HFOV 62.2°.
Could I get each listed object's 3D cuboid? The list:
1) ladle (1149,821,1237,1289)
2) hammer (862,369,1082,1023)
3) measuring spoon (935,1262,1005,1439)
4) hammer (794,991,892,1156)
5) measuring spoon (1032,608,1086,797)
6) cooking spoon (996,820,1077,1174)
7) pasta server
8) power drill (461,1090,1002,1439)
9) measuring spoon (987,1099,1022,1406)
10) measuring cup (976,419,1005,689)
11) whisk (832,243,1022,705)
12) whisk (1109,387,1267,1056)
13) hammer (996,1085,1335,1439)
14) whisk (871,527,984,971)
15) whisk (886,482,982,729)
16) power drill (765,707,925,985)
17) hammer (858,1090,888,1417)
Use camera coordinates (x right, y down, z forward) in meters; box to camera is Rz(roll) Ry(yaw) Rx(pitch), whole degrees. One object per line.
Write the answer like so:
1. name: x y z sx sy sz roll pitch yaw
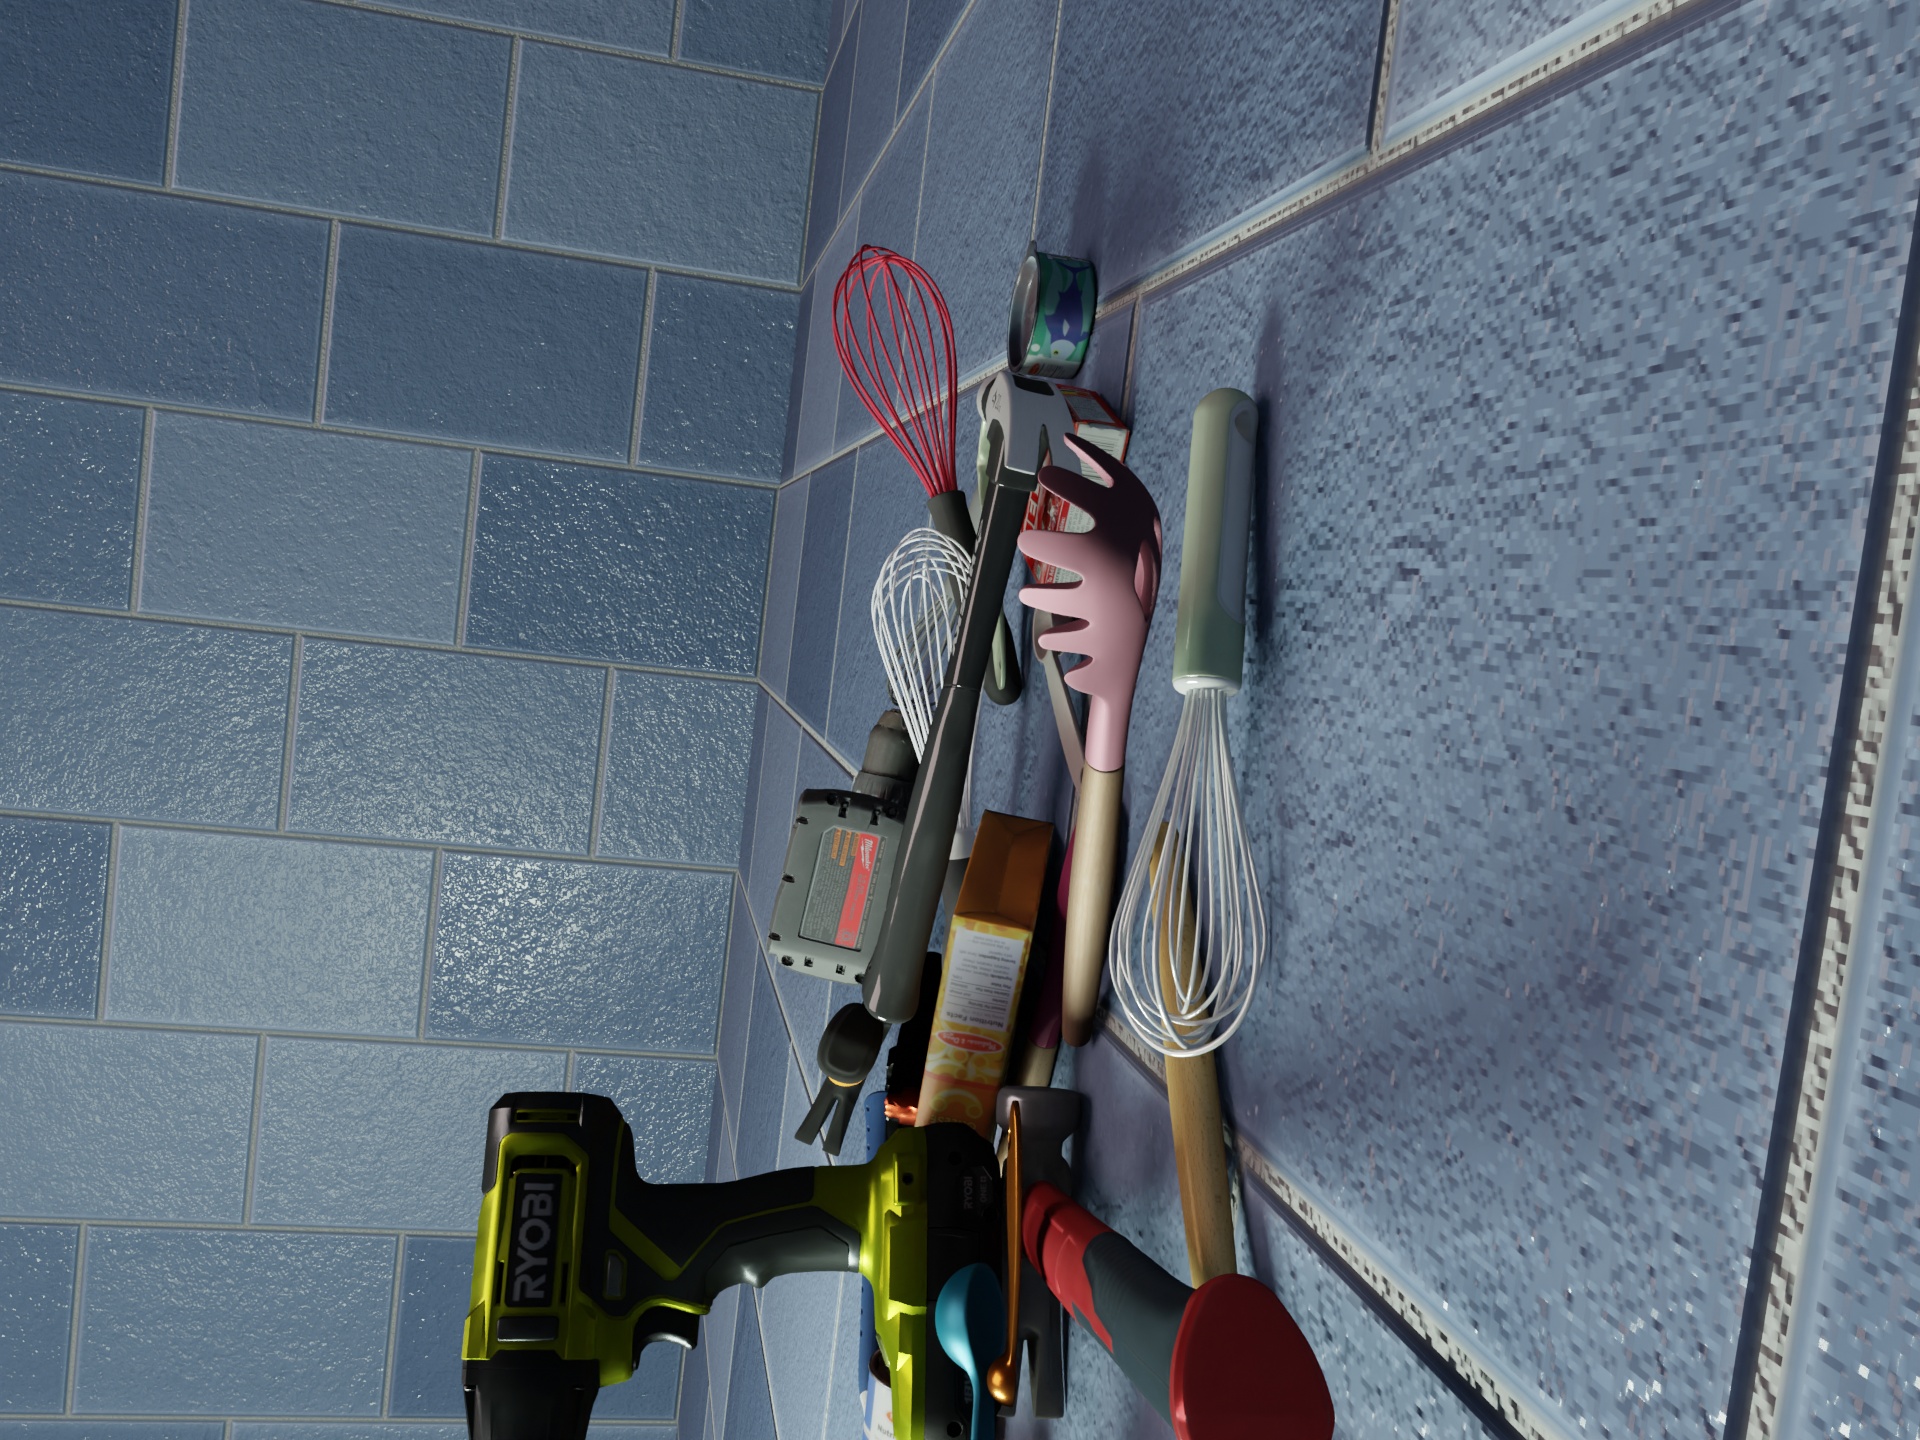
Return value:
1. ladle: 0.082 0.169 0.539 0.069 0.031 0.316 108 165 -52
2. hammer: -0.001 -0.003 0.792 0.146 0.035 0.334 -110 32 -71
3. measuring spoon: 0.000 0.277 0.614 0.042 0.021 0.129 49 -143 -54
4. hammer: -0.070 0.214 0.991 0.336 0.034 0.127 103 -169 -77
5. measuring spoon: 0.056 -0.011 0.790 0.034 0.018 0.124 109 156 -51
6. cooking spoon: 0.035 0.176 0.776 0.069 0.017 0.318 -103 22 -64
7. pasta server: 0.046 0.030 0.611 0.316 0.040 0.060 90 -157 -46
8. power drill: -0.097 0.251 0.684 0.080 0.223 0.171 103 168 -70
9. measuring spoon: 0.017 0.205 0.615 0.021 0.011 0.117 162 110 -85
10. measuring cup: 0.035 -0.101 0.878 0.083 0.038 0.167 -175 84 -78
11. whisk: -0.015 -0.148 0.934 0.073 0.073 0.296 130 125 -69
12. whisk: 0.088 -0.005 0.569 0.059 0.057 0.246 -6 72 43
13. hammer: 0.048 0.207 0.540 0.386 0.038 0.143 118 155 -79
14. whisk: -0.005 0.036 0.880 0.070 0.070 0.284 -154 57 -77
15. whisk: -0.001 -0.082 1.007 0.055 0.055 0.238 -96 21 -45
16. power drill: -0.064 0.083 1.091 0.226 0.080 0.188 32 -109 -88
17. hammer: -0.053 0.423 0.962 0.143 0.035 0.406 74 -166 -49
